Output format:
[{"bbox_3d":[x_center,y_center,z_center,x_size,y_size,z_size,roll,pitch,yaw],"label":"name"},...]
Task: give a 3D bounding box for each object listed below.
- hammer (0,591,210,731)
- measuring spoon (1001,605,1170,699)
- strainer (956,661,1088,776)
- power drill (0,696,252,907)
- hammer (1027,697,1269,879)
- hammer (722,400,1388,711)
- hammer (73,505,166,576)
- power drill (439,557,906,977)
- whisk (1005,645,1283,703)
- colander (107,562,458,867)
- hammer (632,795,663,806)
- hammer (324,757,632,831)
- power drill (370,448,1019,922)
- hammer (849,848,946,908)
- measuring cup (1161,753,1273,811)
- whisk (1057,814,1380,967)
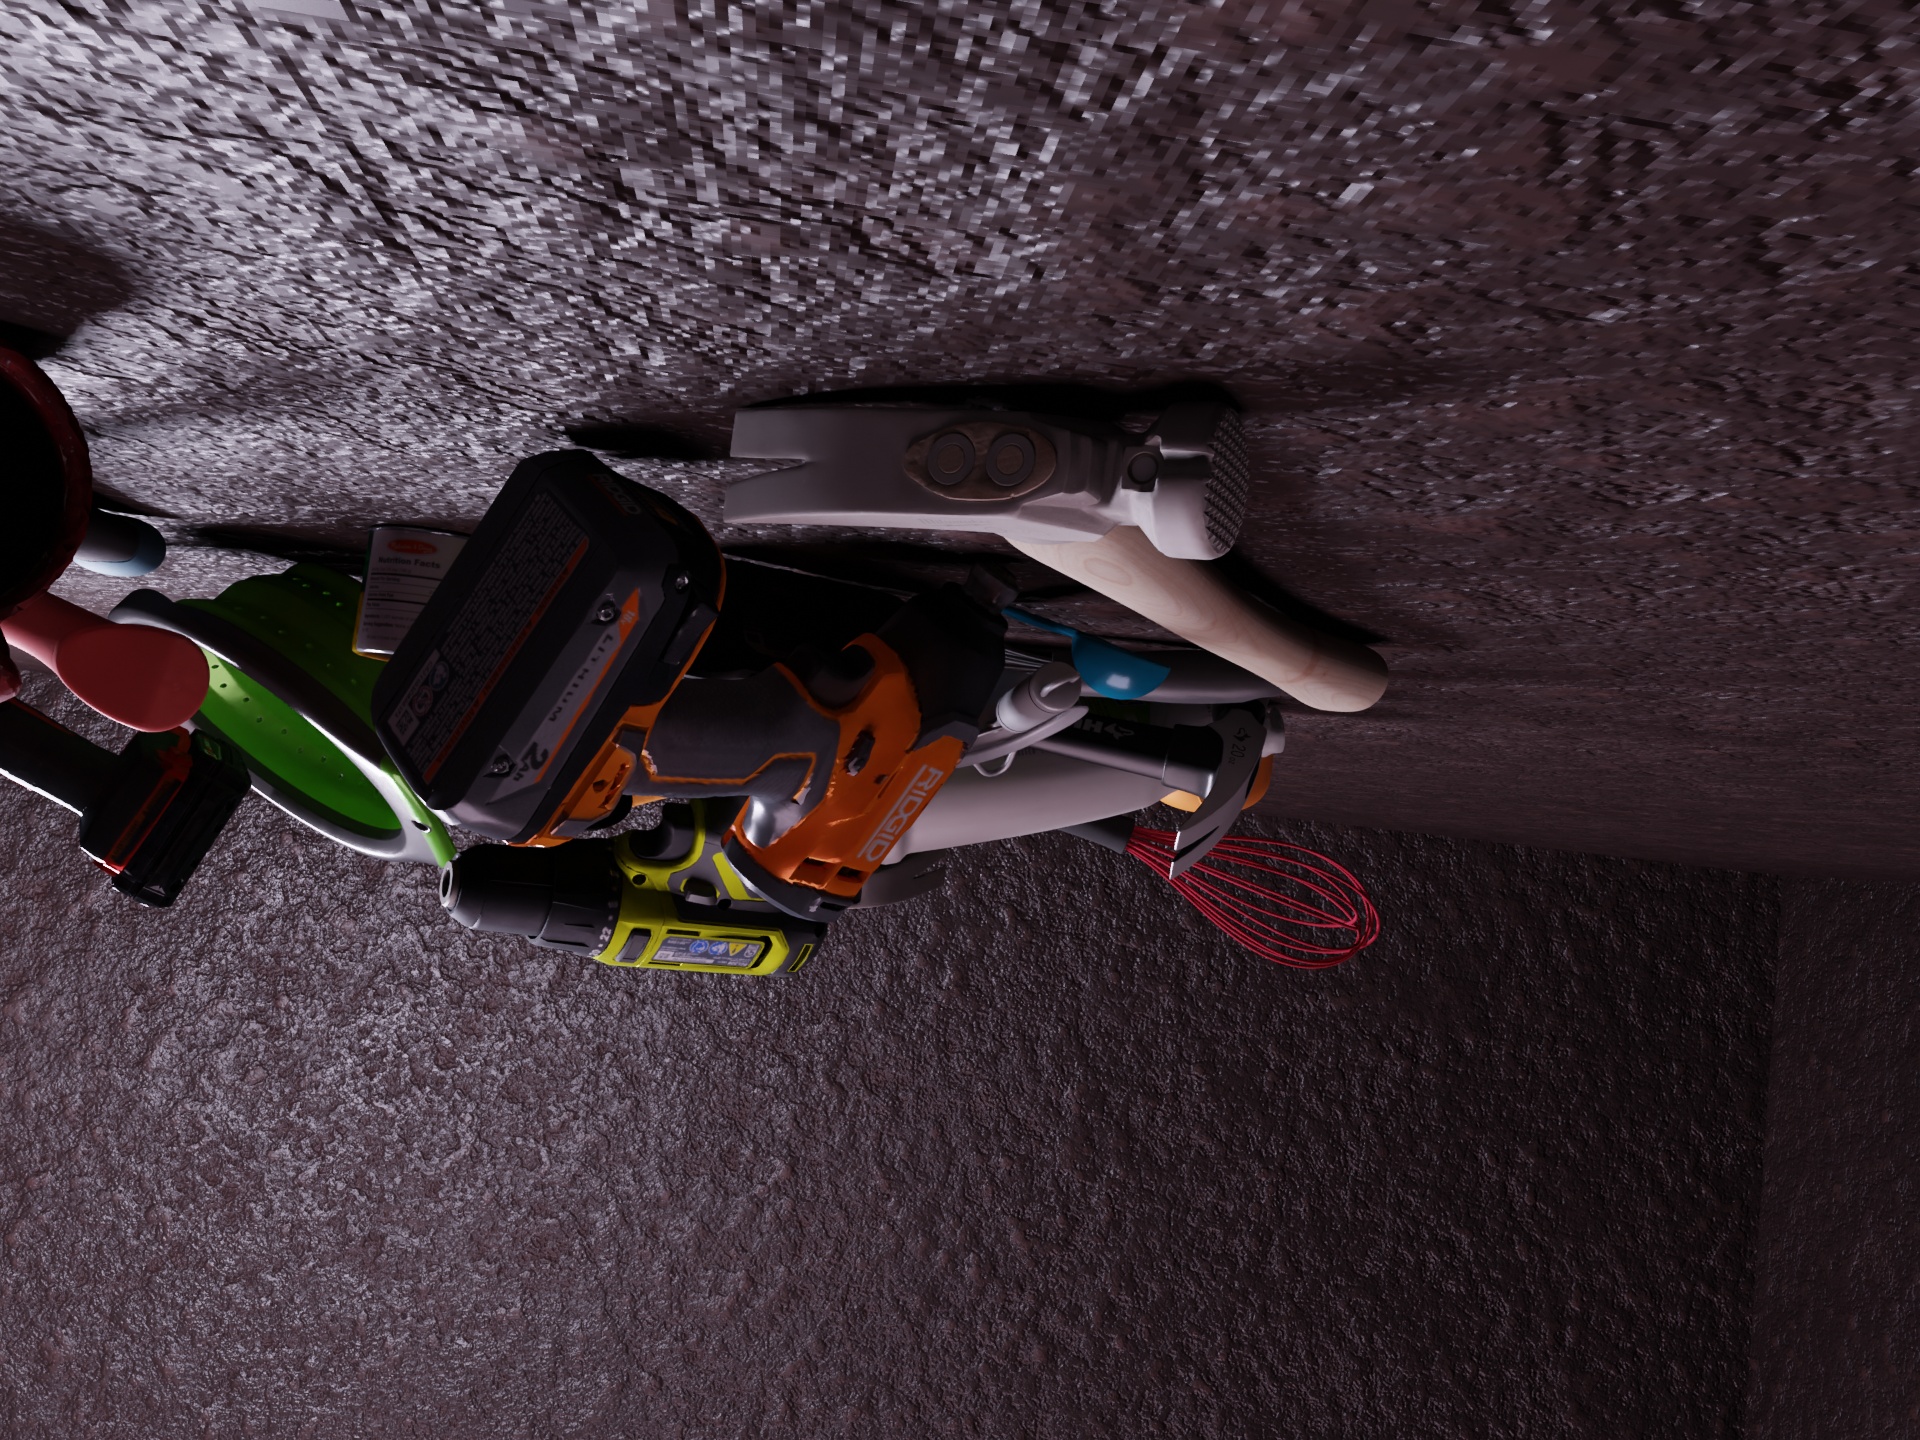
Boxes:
[{"bbox_3d":[-0.412,-0.054,0.673,0.359,0.037,0.149,17,177,36],"label":"hammer"},{"bbox_3d":[0.044,-0.031,0.689,0.042,0.021,0.129,17,-174,-30],"label":"measuring spoon"},{"bbox_3d":[0.025,-0.006,0.701,0.087,0.050,0.258,-18,177,-7],"label":"strainer"},{"bbox_3d":[-0.489,-0.004,0.806,0.226,0.080,0.188,35,171,-27],"label":"power drill"},{"bbox_3d":[-0.001,-0.003,0.884,0.335,0.035,0.146,12,-140,10],"label":"hammer"},{"bbox_3d":[0.079,-0.044,0.584,0.146,0.038,0.410,6,176,26],"label":"hammer"},{"bbox_3d":[-0.406,-0.097,0.617,0.128,0.033,0.331,8,176,-1],"label":"hammer"},{"bbox_3d":[-0.124,0.036,0.753,0.190,0.080,0.228,11,131,-31],"label":"power drill"},{"bbox_3d":[0.050,-0.023,0.831,0.239,0.055,0.055,1,175,6],"label":"whisk"},{"bbox_3d":[-0.428,-0.051,0.909,0.397,0.094,0.204,23,149,17],"label":"colander"},{"bbox_3d":[-0.059,0.017,1.022,0.336,0.034,0.127,-9,-177,-27],"label":"hammer"},{"bbox_3d":[-0.286,0.026,0.983,0.149,0.036,0.409,-11,-170,-30],"label":"hammer"},{"bbox_3d":[-0.076,-0.015,0.583,0.084,0.164,0.226,44,-167,35],"label":"power drill"},{"bbox_3d":[-0.077,0.050,1.056,0.130,0.031,0.331,3,-163,-3],"label":"hammer"},{"bbox_3d":[0.159,0.042,1.018,0.095,0.052,0.174,4,-158,6],"label":"measuring cup"},{"bbox_3d":[0.121,0.080,0.987,0.296,0.073,0.073,23,175,0],"label":"whisk"}]
